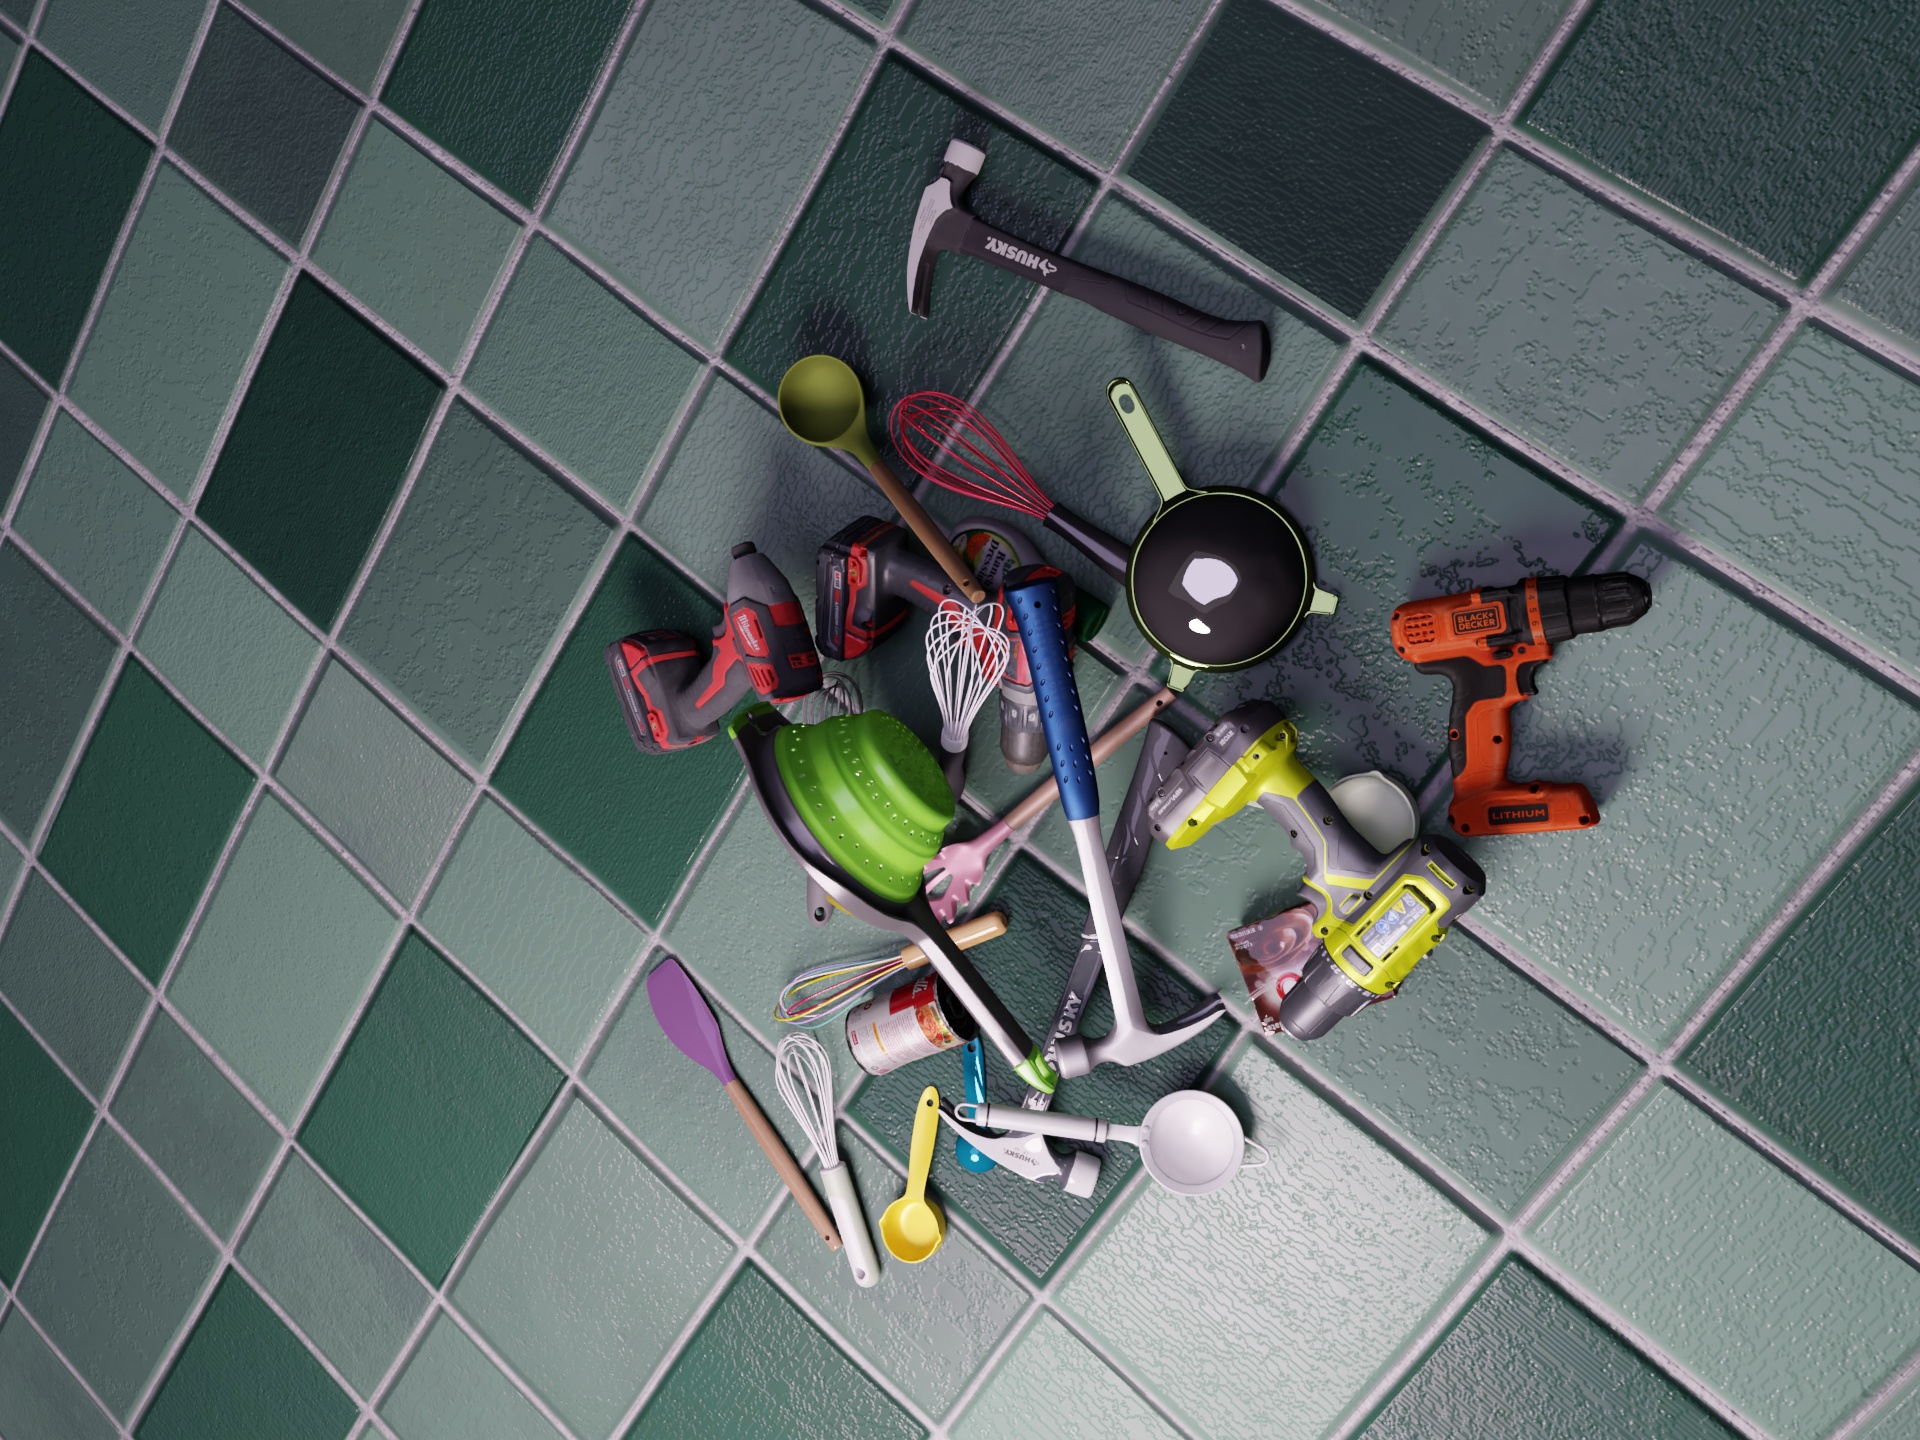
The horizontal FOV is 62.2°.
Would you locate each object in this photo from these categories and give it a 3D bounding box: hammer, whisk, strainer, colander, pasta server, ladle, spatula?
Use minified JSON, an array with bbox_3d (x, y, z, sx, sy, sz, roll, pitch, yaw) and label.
[{"bbox_3d":[0.106,0.085,1.264,0.144,0.035,0.405,-14,103,-1],"label":"hammer"},{"bbox_3d":[0.061,-0.184,1.331,0.296,0.073,0.073,36,107,12],"label":"whisk"},{"bbox_3d":[-0.066,0.224,1.425,0.245,0.047,0.051,-24,83,21],"label":"whisk"},{"bbox_3d":[0.124,0.338,1.314,0.258,0.050,0.087,8,89,1],"label":"strainer"},{"bbox_3d":[-0.021,0.123,1.279,0.094,0.204,0.397,-37,93,15],"label":"colander"},{"bbox_3d":[0.106,0.193,1.335,0.149,0.036,0.409,19,99,4],"label":"hammer"},{"bbox_3d":[0.103,-0.353,1.310,0.335,0.035,0.146,29,104,20],"label":"hammer"},{"bbox_3d":[-0.120,0.403,1.461,0.058,0.059,0.246,-17,91,37],"label":"whisk"},{"bbox_3d":[0.177,-0.158,1.251,0.151,0.069,0.256,-28,89,13],"label":"strainer"},{"bbox_3d":[0.061,0.075,1.358,0.316,0.040,0.060,-41,99,20],"label":"pasta server"},{"bbox_3d":[-0.001,-0.005,1.290,0.070,0.070,0.284,37,152,17],"label":"whisk"},{"bbox_3d":[-0.065,-0.202,1.324,0.078,0.062,0.321,-45,51,11],"label":"ladle"},{"bbox_3d":[-0.206,0.367,1.512,0.059,0.018,0.316,-43,75,22],"label":"spatula"},{"bbox_3d":[-0.122,0.072,1.438,0.055,0.055,0.239,9,102,24],"label":"whisk"}]

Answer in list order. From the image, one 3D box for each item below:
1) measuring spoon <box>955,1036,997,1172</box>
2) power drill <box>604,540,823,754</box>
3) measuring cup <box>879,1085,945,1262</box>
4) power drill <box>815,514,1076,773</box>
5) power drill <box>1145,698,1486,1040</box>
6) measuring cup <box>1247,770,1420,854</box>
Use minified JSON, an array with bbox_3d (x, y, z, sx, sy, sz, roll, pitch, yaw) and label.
[{"bbox_3d":[0.010,0.340,1.409,0.042,0.021,0.128,-2,94,24],"label":"measuring spoon"},{"bbox_3d":[-0.219,-0.061,1.419,0.219,0.078,0.143,-24,84,42],"label":"power drill"},{"bbox_3d":[-0.033,0.409,1.438,0.062,0.029,0.156,7,85,24],"label":"measuring cup"},{"bbox_3d":[-0.009,-0.064,1.345,0.227,0.080,0.187,21,128,23],"label":"power drill"},{"bbox_3d":[0.255,0.115,1.214,0.229,0.080,0.190,46,114,17],"label":"power drill"},{"bbox_3d":[0.281,0.067,1.261,0.168,0.038,0.083,15,101,29],"label":"measuring cup"}]
